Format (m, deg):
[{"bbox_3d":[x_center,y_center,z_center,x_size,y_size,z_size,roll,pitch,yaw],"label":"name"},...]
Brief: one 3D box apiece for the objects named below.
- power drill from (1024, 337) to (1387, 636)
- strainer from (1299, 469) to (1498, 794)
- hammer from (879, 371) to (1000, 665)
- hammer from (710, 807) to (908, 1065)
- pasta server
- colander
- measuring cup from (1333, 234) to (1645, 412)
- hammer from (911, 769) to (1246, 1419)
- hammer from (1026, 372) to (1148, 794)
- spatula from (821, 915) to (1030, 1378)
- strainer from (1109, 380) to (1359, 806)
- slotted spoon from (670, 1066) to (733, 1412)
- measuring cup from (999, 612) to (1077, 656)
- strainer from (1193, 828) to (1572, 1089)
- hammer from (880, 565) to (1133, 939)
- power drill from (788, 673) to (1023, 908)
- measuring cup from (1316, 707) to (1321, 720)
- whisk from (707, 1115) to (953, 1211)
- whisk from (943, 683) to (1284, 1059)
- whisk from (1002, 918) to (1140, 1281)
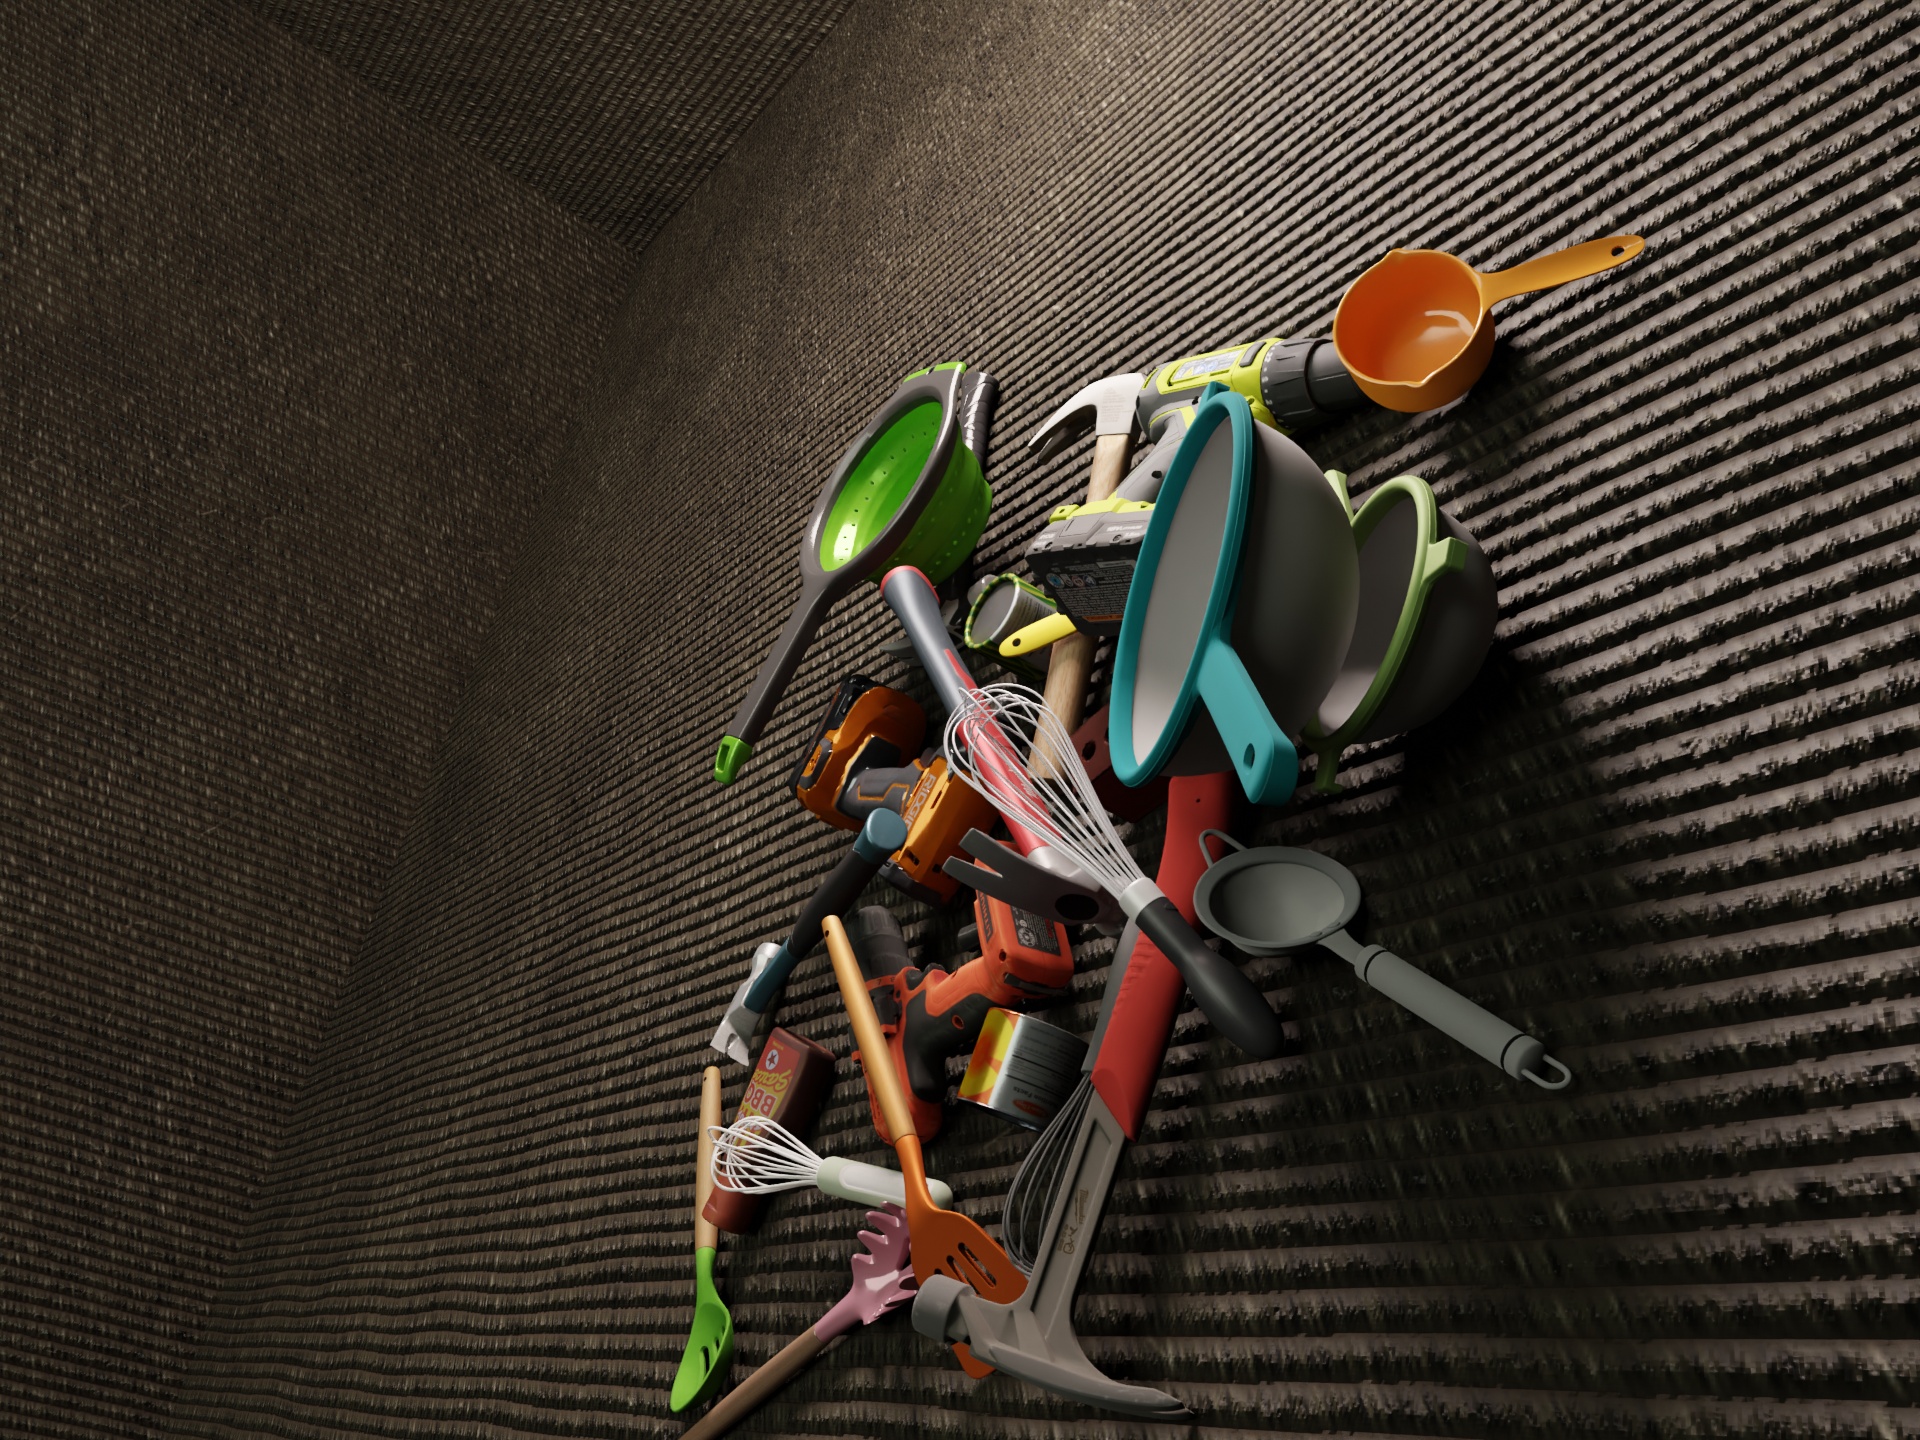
[{"bbox_3d":[0.161,-0.162,1.026,0.191,0.080,0.228,0,47,50],"label":"power drill"},{"bbox_3d":[0.239,-0.073,0.873,0.257,0.069,0.151,-80,9,-59],"label":"strainer"},{"bbox_3d":[-0.001,-0.194,1.436,0.146,0.035,0.335,-35,37,41],"label":"hammer"},{"bbox_3d":[-0.115,0.158,1.189,0.331,0.033,0.128,-53,9,48],"label":"hammer"},{"bbox_3d":[-0.111,0.414,1.044,0.316,0.040,0.060,-47,41,28],"label":"pasta server"},{"bbox_3d":[-0.077,-0.107,1.328,0.204,0.094,0.397,8,68,61],"label":"colander"},{"bbox_3d":[0.308,-0.236,0.924,0.173,0.052,0.095,-14,66,24],"label":"measuring cup"},{"bbox_3d":[0.103,0.178,0.860,0.149,0.036,0.359,8,61,29],"label":"hammer"},{"bbox_3d":[0.091,-0.105,1.155,0.130,0.031,0.331,1,68,30],"label":"hammer"},{"bbox_3d":[-0.034,0.244,0.990,0.081,0.041,0.323,-54,39,25],"label":"spatula"},{"bbox_3d":[0.153,-0.034,0.777,0.341,0.095,0.211,-94,18,-67],"label":"strainer"},{"bbox_3d":[-0.194,0.388,1.228,0.070,0.031,0.314,-49,27,24],"label":"slotted spoon"},{"bbox_3d":[0.091,-0.084,1.107,0.156,0.029,0.062,-25,55,16],"label":"measuring cup"},{"bbox_3d":[0.197,0.119,0.780,0.087,0.050,0.259,-22,25,-20],"label":"strainer"},{"bbox_3d":[-0.002,-0.003,1.076,0.038,0.143,0.387,-54,35,19],"label":"hammer"},{"bbox_3d":[-0.036,0.036,1.231,0.164,0.084,0.227,-61,31,-1],"label":"power drill"},{"bbox_3d":[0.182,-0.029,0.955,0.083,0.038,0.168,-55,31,12],"label":"measuring cup"},{"bbox_3d":[-0.094,0.306,1.077,0.246,0.059,0.058,-4,43,46],"label":"whisk"},{"bbox_3d":[0.080,0.077,0.877,0.070,0.070,0.285,-52,56,18],"label":"whisk"},{"bbox_3d":[0.079,0.202,0.907,0.055,0.055,0.239,-15,47,56],"label":"whisk"}]
